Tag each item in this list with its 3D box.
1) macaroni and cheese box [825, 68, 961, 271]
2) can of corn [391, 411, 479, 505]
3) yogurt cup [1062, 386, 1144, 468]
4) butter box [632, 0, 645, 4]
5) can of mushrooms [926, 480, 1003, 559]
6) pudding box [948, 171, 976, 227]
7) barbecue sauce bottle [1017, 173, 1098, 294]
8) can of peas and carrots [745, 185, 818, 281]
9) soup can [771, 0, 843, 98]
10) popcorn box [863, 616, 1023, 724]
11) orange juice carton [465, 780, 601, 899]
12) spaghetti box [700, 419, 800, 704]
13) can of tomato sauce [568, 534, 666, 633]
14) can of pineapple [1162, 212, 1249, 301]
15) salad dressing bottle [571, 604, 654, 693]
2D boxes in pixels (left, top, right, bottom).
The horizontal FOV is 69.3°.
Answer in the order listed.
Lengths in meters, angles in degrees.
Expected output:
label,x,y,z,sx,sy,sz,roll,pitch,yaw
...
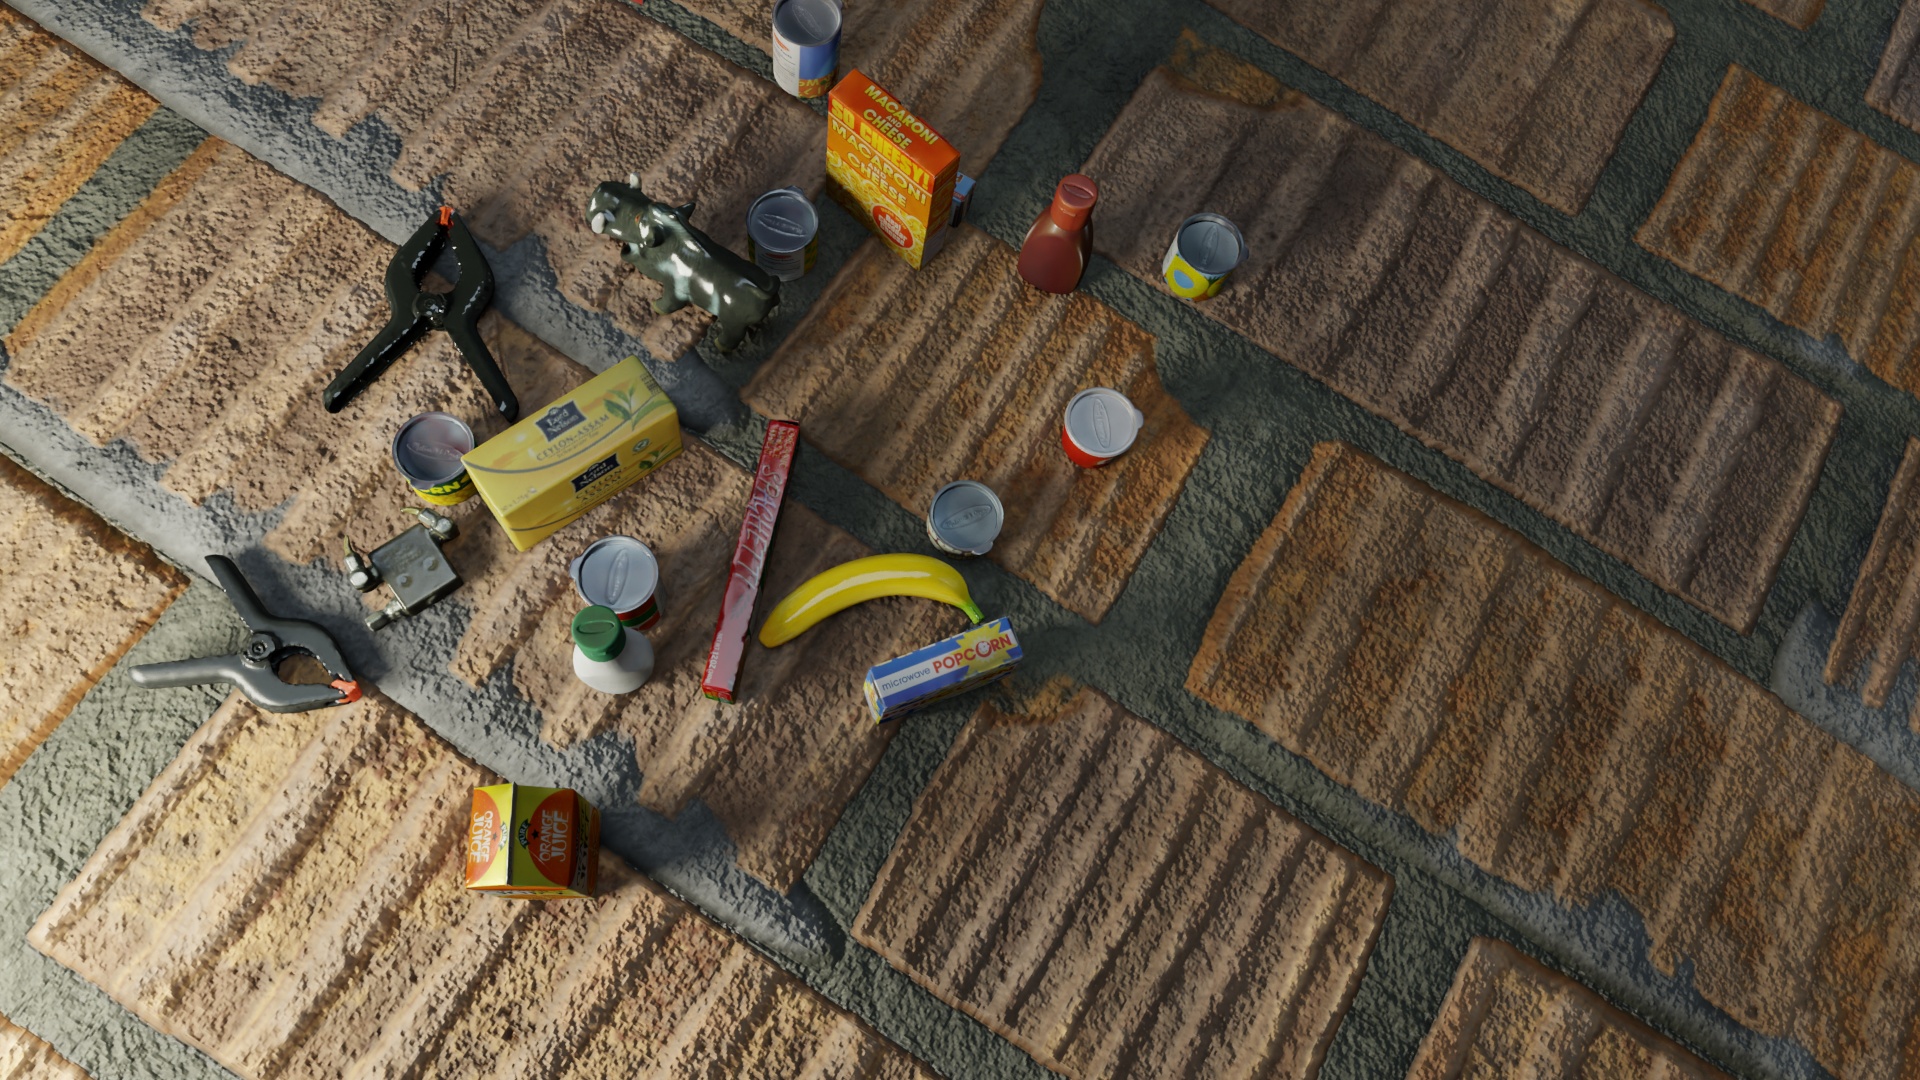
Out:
label,x,y,z,sx,sy,sz,roll,pitch,yaw
macaroni and cheese box,-0.065,-0.334,1.264,0.124,0.166,0.040,40,72,6
can of corn,-0.445,-0.067,1.186,0.071,0.058,0.071,2,72,-6
yogurt cup,0.124,-0.100,1.270,0.072,0.053,0.072,2,72,-6
butter box,-0.305,-0.590,1.378,0.024,0.053,0.104,23,71,1
can of mushrooms,0.004,-0.016,1.238,0.071,0.033,0.071,2,72,-6
pudding box,-0.030,-0.342,1.332,0.084,0.049,0.030,30,71,3
barbecue sauce bottle,0.094,-0.281,1.276,0.065,0.148,0.044,23,71,1
can of peas and carrots,-0.165,-0.285,1.292,0.071,0.058,0.071,2,72,-6
soup can,-0.146,-0.481,1.346,0.071,0.083,0.071,2,72,-6
popcorn box,-0.016,0.110,1.167,0.127,0.085,0.038,-20,76,-13
orange juice carton,-0.318,0.227,1.035,0.073,0.192,0.072,1,72,-6
spaghetti box,-0.178,0.015,1.197,0.029,0.050,0.251,12,71,-3
can of tomato sauce,-0.284,0.039,1.159,0.071,0.083,0.071,2,72,-6
can of pineapple,0.235,-0.271,1.338,0.071,0.057,0.071,2,72,-6
salad dressing bottle,-0.281,0.087,1.109,0.064,0.147,0.044,-5,73,-9
